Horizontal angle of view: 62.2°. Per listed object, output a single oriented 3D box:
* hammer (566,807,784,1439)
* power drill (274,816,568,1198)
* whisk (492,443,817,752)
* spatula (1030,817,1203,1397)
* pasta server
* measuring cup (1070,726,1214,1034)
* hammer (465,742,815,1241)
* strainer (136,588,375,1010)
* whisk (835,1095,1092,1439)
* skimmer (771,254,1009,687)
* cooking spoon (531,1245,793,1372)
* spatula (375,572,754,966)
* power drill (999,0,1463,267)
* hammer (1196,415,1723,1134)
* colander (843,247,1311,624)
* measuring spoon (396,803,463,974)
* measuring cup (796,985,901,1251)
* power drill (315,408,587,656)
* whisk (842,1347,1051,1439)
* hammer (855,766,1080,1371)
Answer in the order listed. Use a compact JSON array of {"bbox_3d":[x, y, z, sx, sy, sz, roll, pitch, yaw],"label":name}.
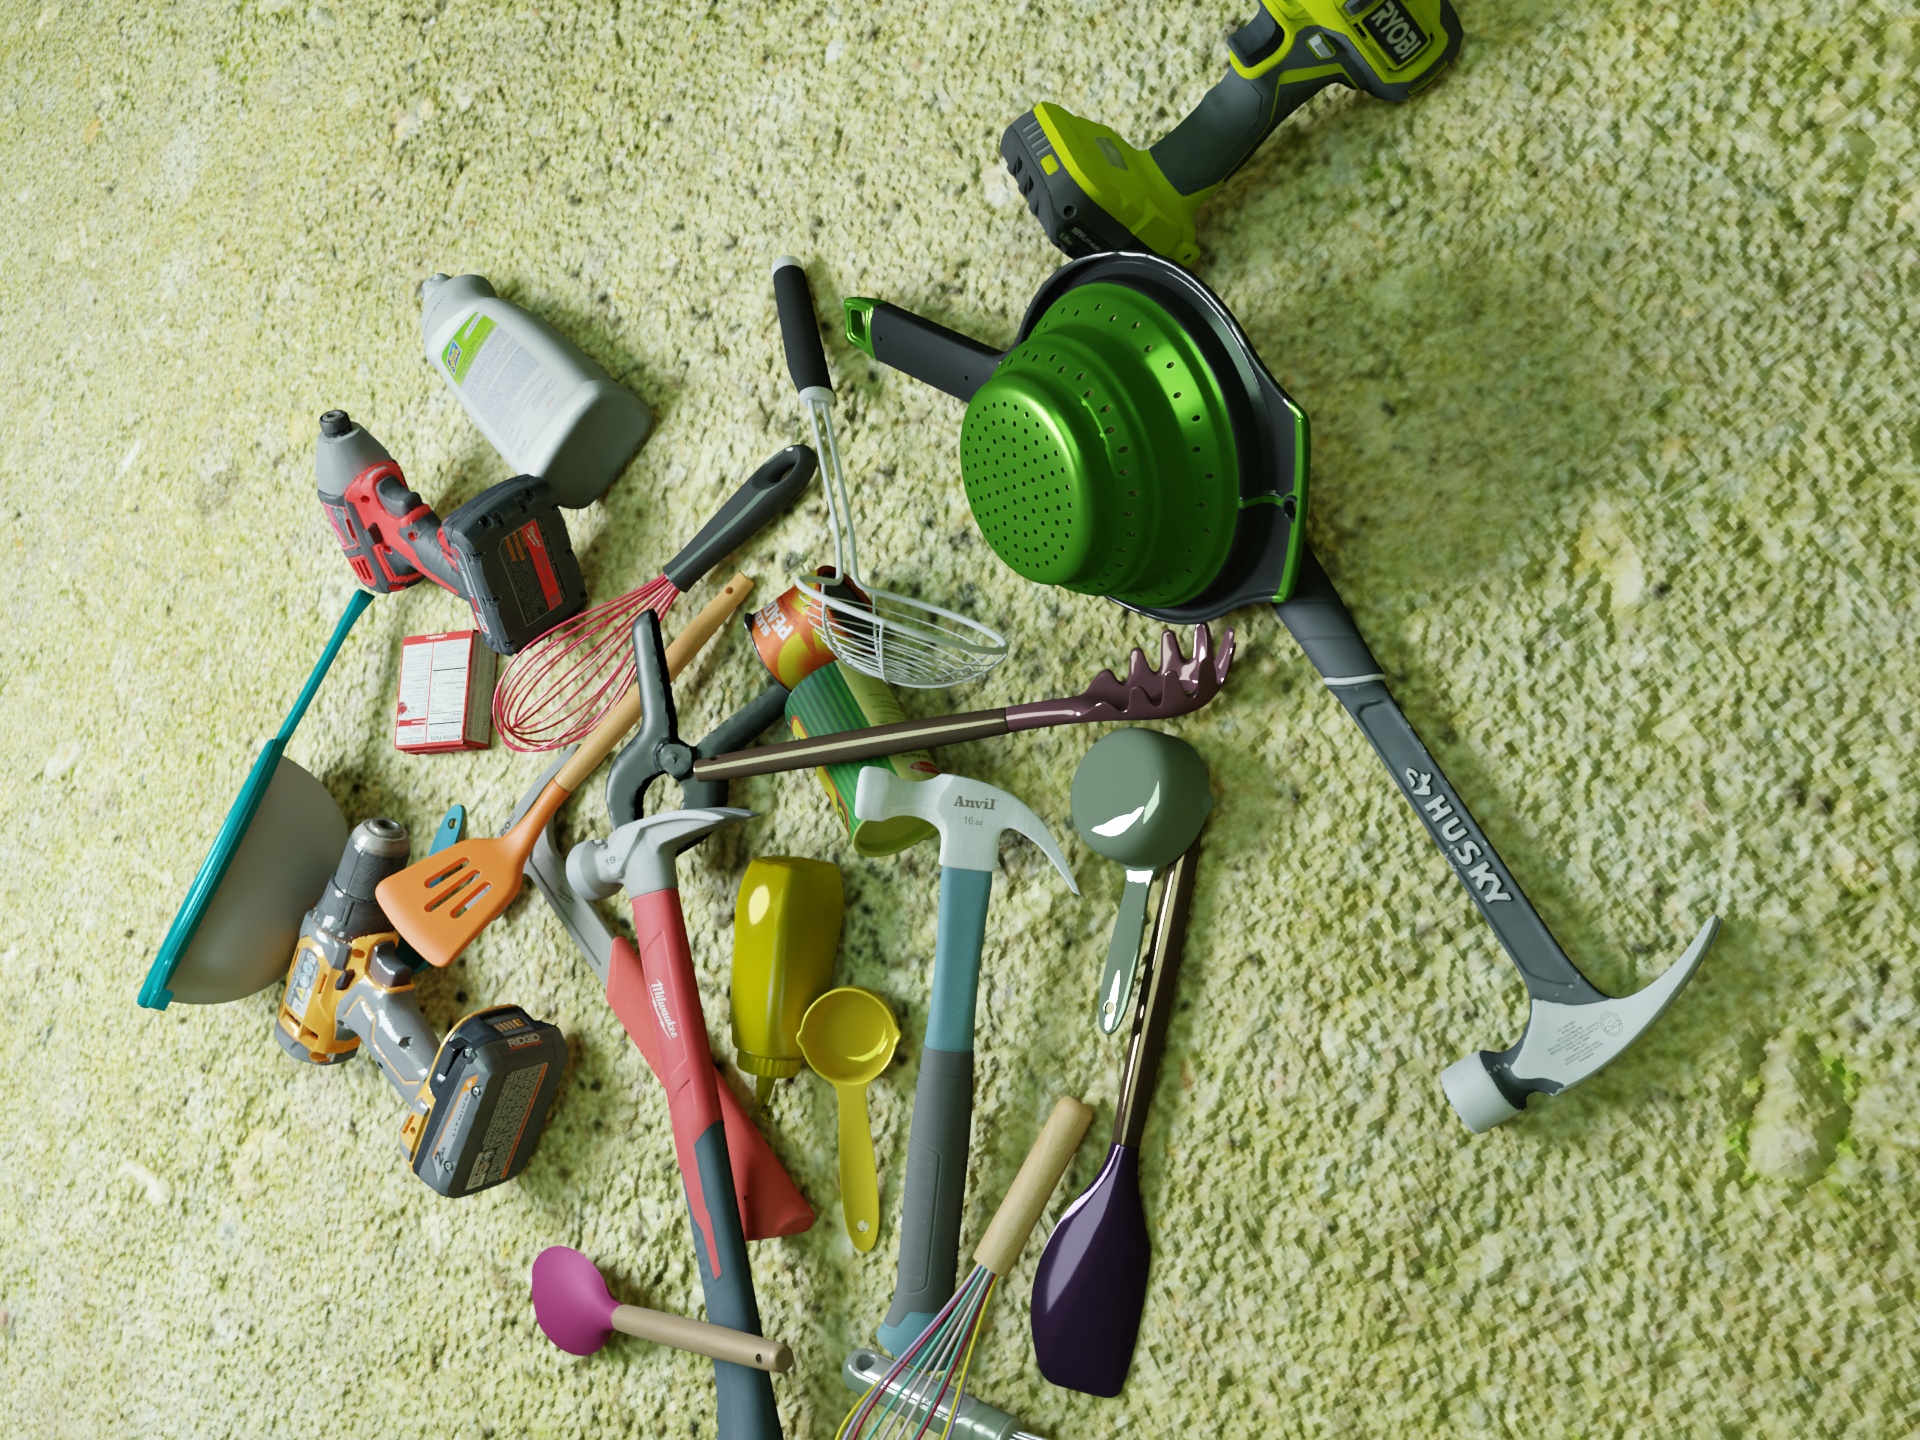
[{"bbox_3d":[-0.141,0.245,0.927,0.143,0.038,0.386,-19,79,35],"label":"hammer"},{"bbox_3d":[-0.371,0.190,1.085,0.226,0.084,0.185,32,107,28],"label":"power drill"},{"bbox_3d":[-0.206,-0.081,1.073,0.296,0.073,0.073,-42,63,11],"label":"whisk"},{"bbox_3d":[0.092,0.202,0.857,0.060,0.018,0.316,12,86,9],"label":"spatula"},{"bbox_3d":[-0.001,-0.003,0.890,0.316,0.060,0.040,-10,114,11],"label":"pasta server"},{"bbox_3d":[0.085,0.084,0.857,0.083,0.038,0.168,0,73,45],"label":"measuring cup"},{"bbox_3d":[-0.199,0.181,1.030,0.149,0.036,0.359,-51,60,14],"label":"hammer"},{"bbox_3d":[-0.491,0.069,1.192,0.211,0.095,0.340,-8,56,64],"label":"strainer"},{"bbox_3d":[0.001,0.312,0.856,0.047,0.051,0.245,21,77,48],"label":"whisk"},{"bbox_3d":[-0.062,-0.169,0.972,0.090,0.127,0.364,-42,50,40],"label":"skimmer"},{"bbox_3d":[-0.188,0.355,0.939,0.319,0.017,0.069,-16,79,50],"label":"cooking spoon"},{"bbox_3d":[-0.251,0.023,1.051,0.081,0.041,0.322,42,90,23],"label":"spatula"},{"bbox_3d":[0.136,-0.340,0.837,0.228,0.190,0.080,-36,64,25],"label":"power drill"},{"bbox_3d":[0.216,-0.008,0.814,0.149,0.036,0.409,-36,64,19],"label":"hammer"},{"bbox_3d":[0.017,-0.169,0.889,0.397,0.094,0.204,35,138,44],"label":"colander"},{"bbox_3d":[-0.383,0.125,1.167,0.042,0.021,0.129,10,77,28],"label":"measuring spoon"},{"bbox_3d":[-0.061,0.234,0.944,0.062,0.029,0.156,-4,92,5],"label":"measuring cup"},{"bbox_3d":[-0.378,-0.140,1.140,0.220,0.143,0.078,22,48,32],"label":"power drill"},{"bbox_3d":[0.032,0.386,0.846,0.246,0.058,0.059,9,119,36],"label":"whisk"},{"bbox_3d":[-0.009,0.196,0.888,0.128,0.033,0.331,6,91,-5],"label":"hammer"}]
